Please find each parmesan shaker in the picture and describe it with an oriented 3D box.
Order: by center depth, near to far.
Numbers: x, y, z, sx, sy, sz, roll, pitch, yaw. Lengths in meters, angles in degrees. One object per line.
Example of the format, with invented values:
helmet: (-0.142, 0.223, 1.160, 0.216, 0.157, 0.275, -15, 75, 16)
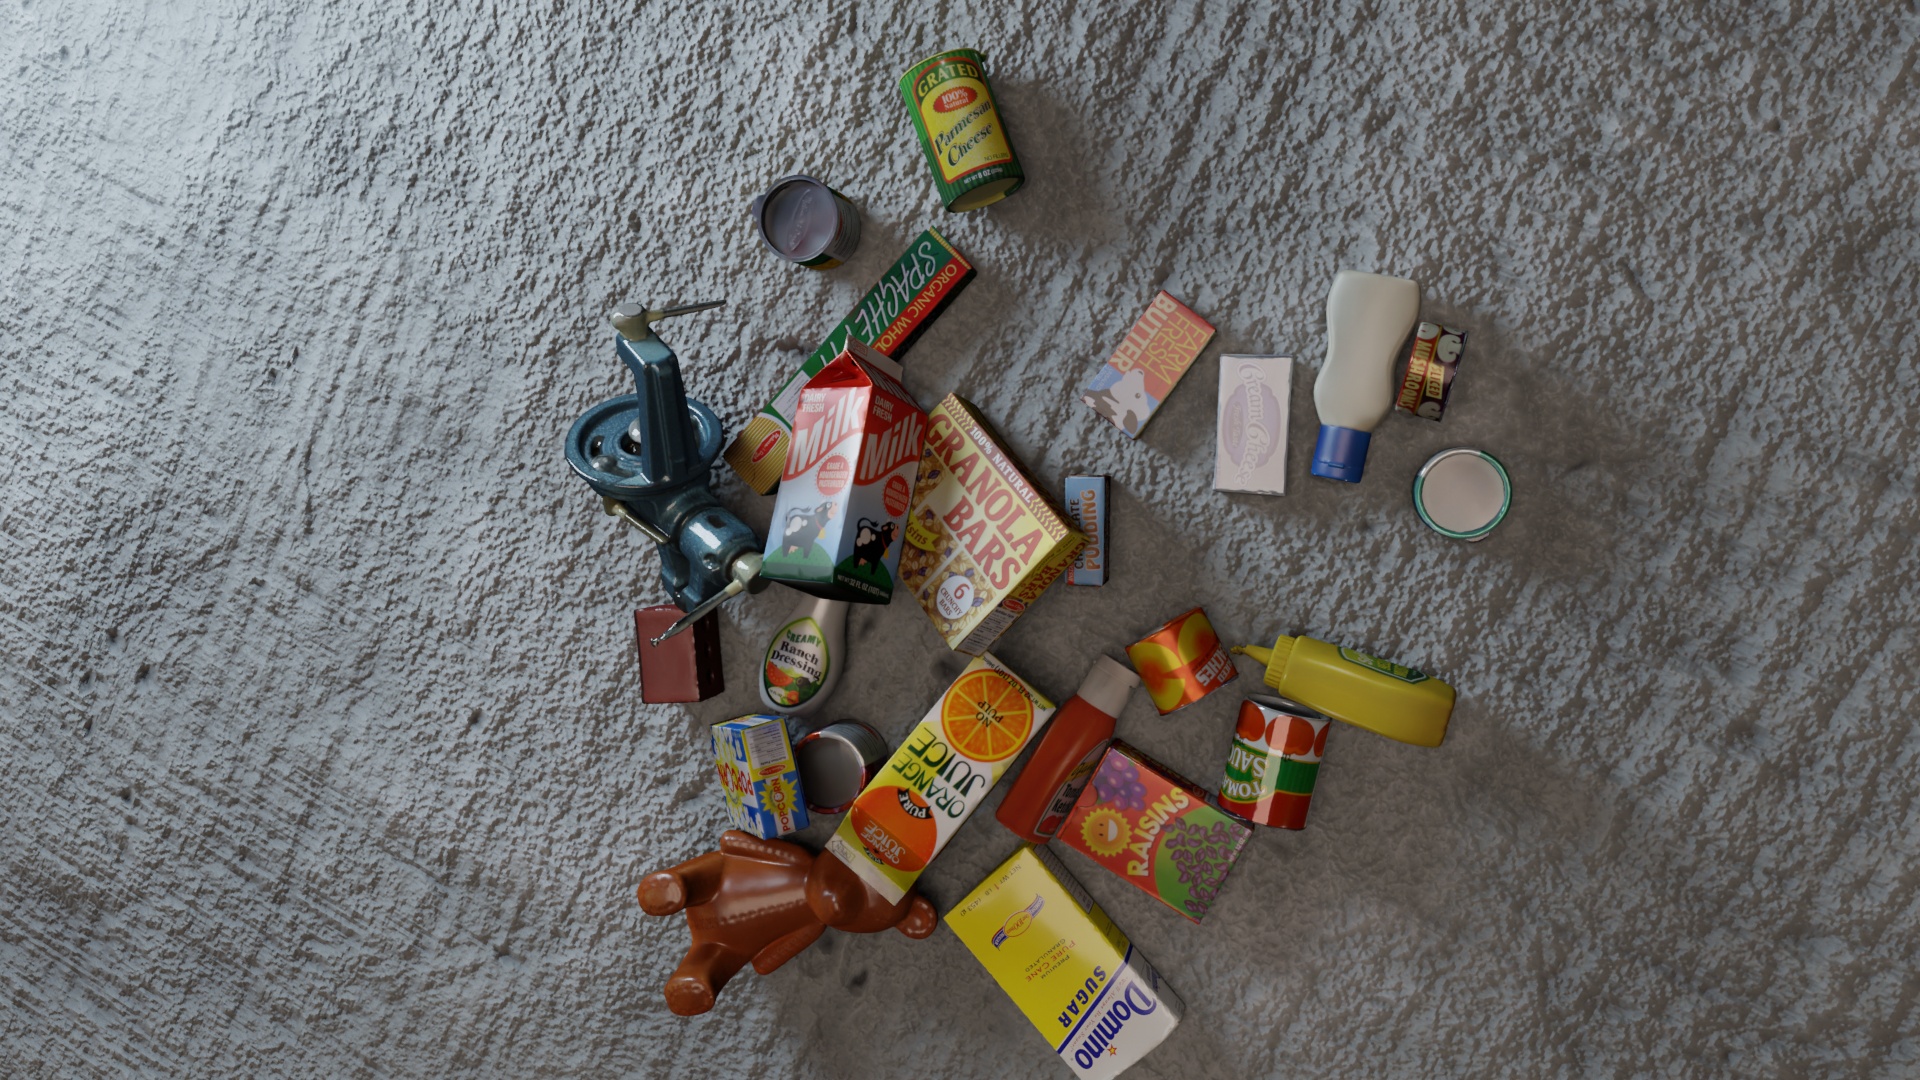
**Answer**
parmesan shaker: (0.004, -0.309, 1.049, 0.071, 0.071, 0.103, -21, 88, 14)

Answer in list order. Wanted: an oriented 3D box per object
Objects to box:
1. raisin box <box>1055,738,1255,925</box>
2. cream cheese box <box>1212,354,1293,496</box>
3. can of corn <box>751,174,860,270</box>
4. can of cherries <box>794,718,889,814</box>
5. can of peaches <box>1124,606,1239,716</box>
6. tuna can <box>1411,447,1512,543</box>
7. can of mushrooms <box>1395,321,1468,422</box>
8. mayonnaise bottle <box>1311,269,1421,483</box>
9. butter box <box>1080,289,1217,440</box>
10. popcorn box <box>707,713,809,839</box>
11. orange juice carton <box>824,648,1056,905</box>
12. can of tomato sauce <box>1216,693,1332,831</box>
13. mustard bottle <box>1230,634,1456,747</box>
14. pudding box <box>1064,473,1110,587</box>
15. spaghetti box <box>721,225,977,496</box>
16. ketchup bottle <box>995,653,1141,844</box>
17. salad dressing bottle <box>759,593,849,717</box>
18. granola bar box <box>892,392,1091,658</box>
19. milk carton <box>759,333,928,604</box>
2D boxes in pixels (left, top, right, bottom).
raisin box: (0.148, 0.219, 1.050, 0.123, 0.040, 0.086, 30, 100, 12)
cream cheese box: (0.217, -0.085, 1.027, 0.053, 0.024, 0.103, 3, 93, 13)
can of corn: (-0.120, -0.248, 1.086, 0.071, 0.058, 0.071, 1, 93, 14)
can of cherries: (-0.097, 0.181, 1.099, 0.071, 0.058, 0.071, 1, 92, 14)
can of peaches: (0.164, 0.088, 1.025, 0.071, 0.071, 0.058, -30, 85, 14)
tuna can: (0.358, -0.031, 0.990, 0.071, 0.033, 0.071, 1, 92, 14)
can of mushrooms: (0.330, -0.118, 0.974, 0.033, 0.071, 0.071, 17, 97, 14)
mayonnaise bottle: (0.286, -0.117, 1.001, 0.065, 0.041, 0.148, 13, 97, 18)
butter box: (0.142, -0.131, 1.044, 0.053, 0.024, 0.103, 38, 101, 9)
popcorn box: (-0.158, 0.181, 1.082, 0.038, 0.126, 0.085, -14, 90, -22)
orange juice carton: (-0.014, 0.178, 1.046, 0.072, 0.073, 0.193, 39, 84, 9)
can of tomato sauce: (0.227, 0.160, 1.012, 0.071, 0.071, 0.083, 14, 95, 13)
mustard bottle: (0.273, 0.102, 1.002, 0.160, 0.065, 0.048, 19, 101, 16)
pudding box: (0.096, -0.009, 1.047, 0.030, 0.050, 0.083, 1, 93, 13)
spaghetti box: (-0.088, -0.139, 1.098, 0.050, 0.029, 0.249, 46, 102, 8)
ketchup bottle: (0.084, 0.157, 1.054, 0.043, 0.064, 0.148, 32, 91, 24)
salad dressing bottle: (-0.114, 0.066, 1.106, 0.064, 0.044, 0.147, 22, 97, 13)
granola bar box: (0.004, -0.013, 1.041, 0.124, 0.039, 0.166, -47, 55, 13)
milk carton: (-0.082, -0.054, 1.042, 0.073, 0.072, 0.191, 3, 75, 36)
